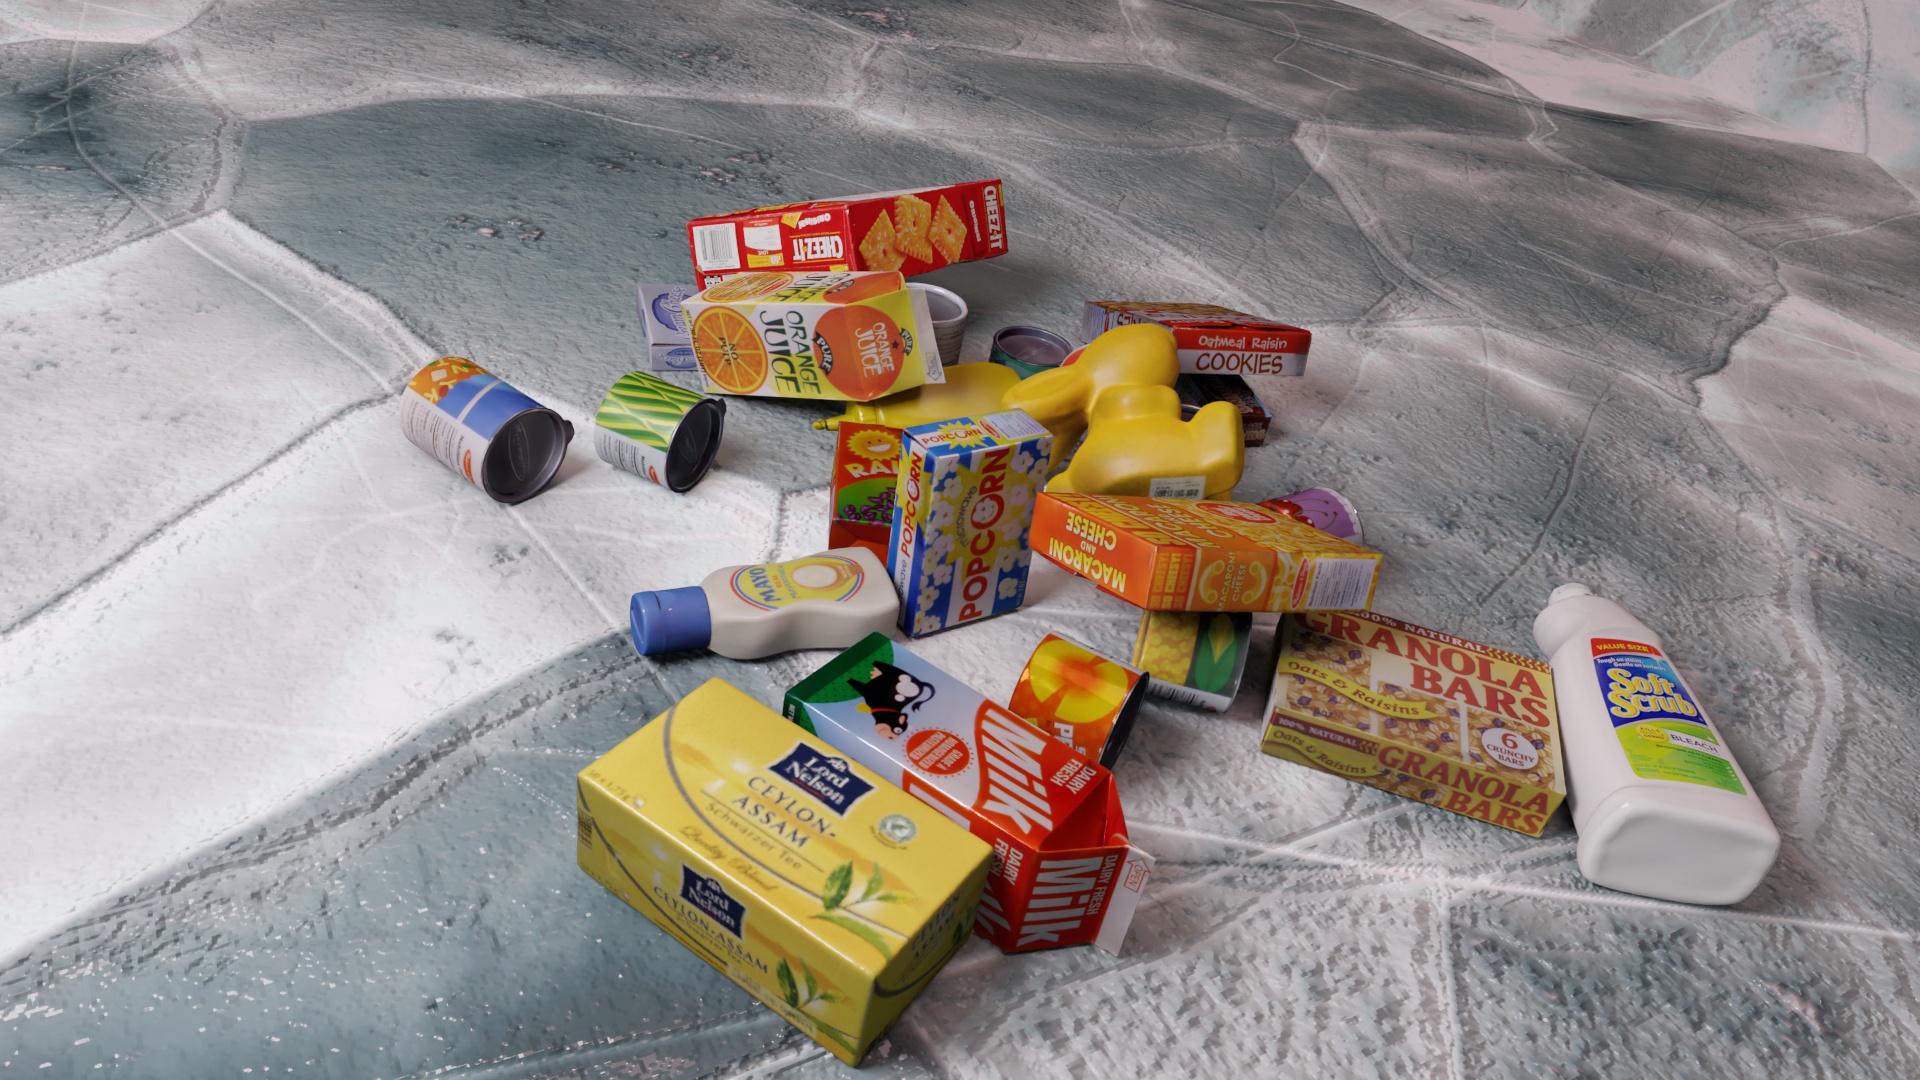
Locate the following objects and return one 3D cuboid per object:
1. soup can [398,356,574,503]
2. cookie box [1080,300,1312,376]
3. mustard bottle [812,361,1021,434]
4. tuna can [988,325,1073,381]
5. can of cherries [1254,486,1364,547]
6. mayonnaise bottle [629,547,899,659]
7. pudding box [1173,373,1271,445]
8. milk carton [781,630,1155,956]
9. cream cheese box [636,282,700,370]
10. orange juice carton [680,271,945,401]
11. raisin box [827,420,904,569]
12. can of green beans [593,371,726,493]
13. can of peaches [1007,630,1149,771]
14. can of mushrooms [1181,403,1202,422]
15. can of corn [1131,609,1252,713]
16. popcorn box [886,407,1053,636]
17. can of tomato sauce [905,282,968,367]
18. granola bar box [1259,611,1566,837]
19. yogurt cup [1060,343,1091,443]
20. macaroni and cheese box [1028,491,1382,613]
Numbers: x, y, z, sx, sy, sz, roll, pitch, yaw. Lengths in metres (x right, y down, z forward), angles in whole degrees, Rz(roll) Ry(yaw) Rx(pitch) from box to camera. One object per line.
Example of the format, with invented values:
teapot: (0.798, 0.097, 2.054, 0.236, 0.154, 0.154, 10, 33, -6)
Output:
soup can: (-0.301, -0.072, 0.881, 0.084, 0.071, 0.072, 30, 38, 25)
cookie box: (0.190, -0.169, 1.145, 0.123, 0.040, 0.168, -1, 17, -19)
mustard bottle: (-0.030, -0.091, 1.002, 0.160, 0.048, 0.065, -7, 58, -20)
tuna can: (0.058, -0.143, 1.121, 0.071, 0.032, 0.071, 8, 35, -6)
can of cherries: (0.227, -0.001, 0.940, 0.058, 0.071, 0.072, -14, 42, -31)
mayonnaise bottle: (-0.113, 0.039, 0.802, 0.148, 0.041, 0.065, -7, 40, -26)
pudding box: (0.211, -0.110, 1.123, 0.050, 0.030, 0.084, 1, 36, -17)
milk carton: (0.005, 0.129, 0.682, 0.191, 0.072, 0.074, 29, 38, 23)
cream cheese box: (-0.219, -0.167, 1.078, 0.053, 0.024, 0.104, -2, 37, -19)
orange juice carton: (-0.098, -0.147, 0.988, 0.192, 0.071, 0.073, 6, 31, 31)
raisin box: (-0.044, -0.030, 0.923, 0.086, 0.039, 0.124, 6, 34, -7)
can of green beans: (-0.198, -0.072, 0.913, 0.058, 0.071, 0.071, 22, 36, 15)
can of peaches: (0.063, 0.092, 0.760, 0.058, 0.070, 0.071, 24, 36, 17)
can of mushrooms: (0.174, -0.074, 1.057, 0.071, 0.033, 0.071, 9, 34, -6)
can of corn: (0.136, 0.061, 0.822, 0.058, 0.070, 0.071, 14, 34, 3)
popcorn box: (0.003, -0.010, 0.833, 0.085, 0.126, 0.038, -13, 37, -32)
can of tomato sauce: (-0.035, -0.144, 1.050, 0.071, 0.082, 0.071, 9, 35, -6)
granola bar box: (0.268, 0.100, 0.834, 0.166, 0.038, 0.125, 17, 35, 7)
yogurt cup: (0.106, -0.109, 1.063, 0.072, 0.072, 0.054, 12, 42, 0)
macaroni and cheese box: (0.143, 0.007, 0.819, 0.167, 0.040, 0.124, 2, 15, -30)
